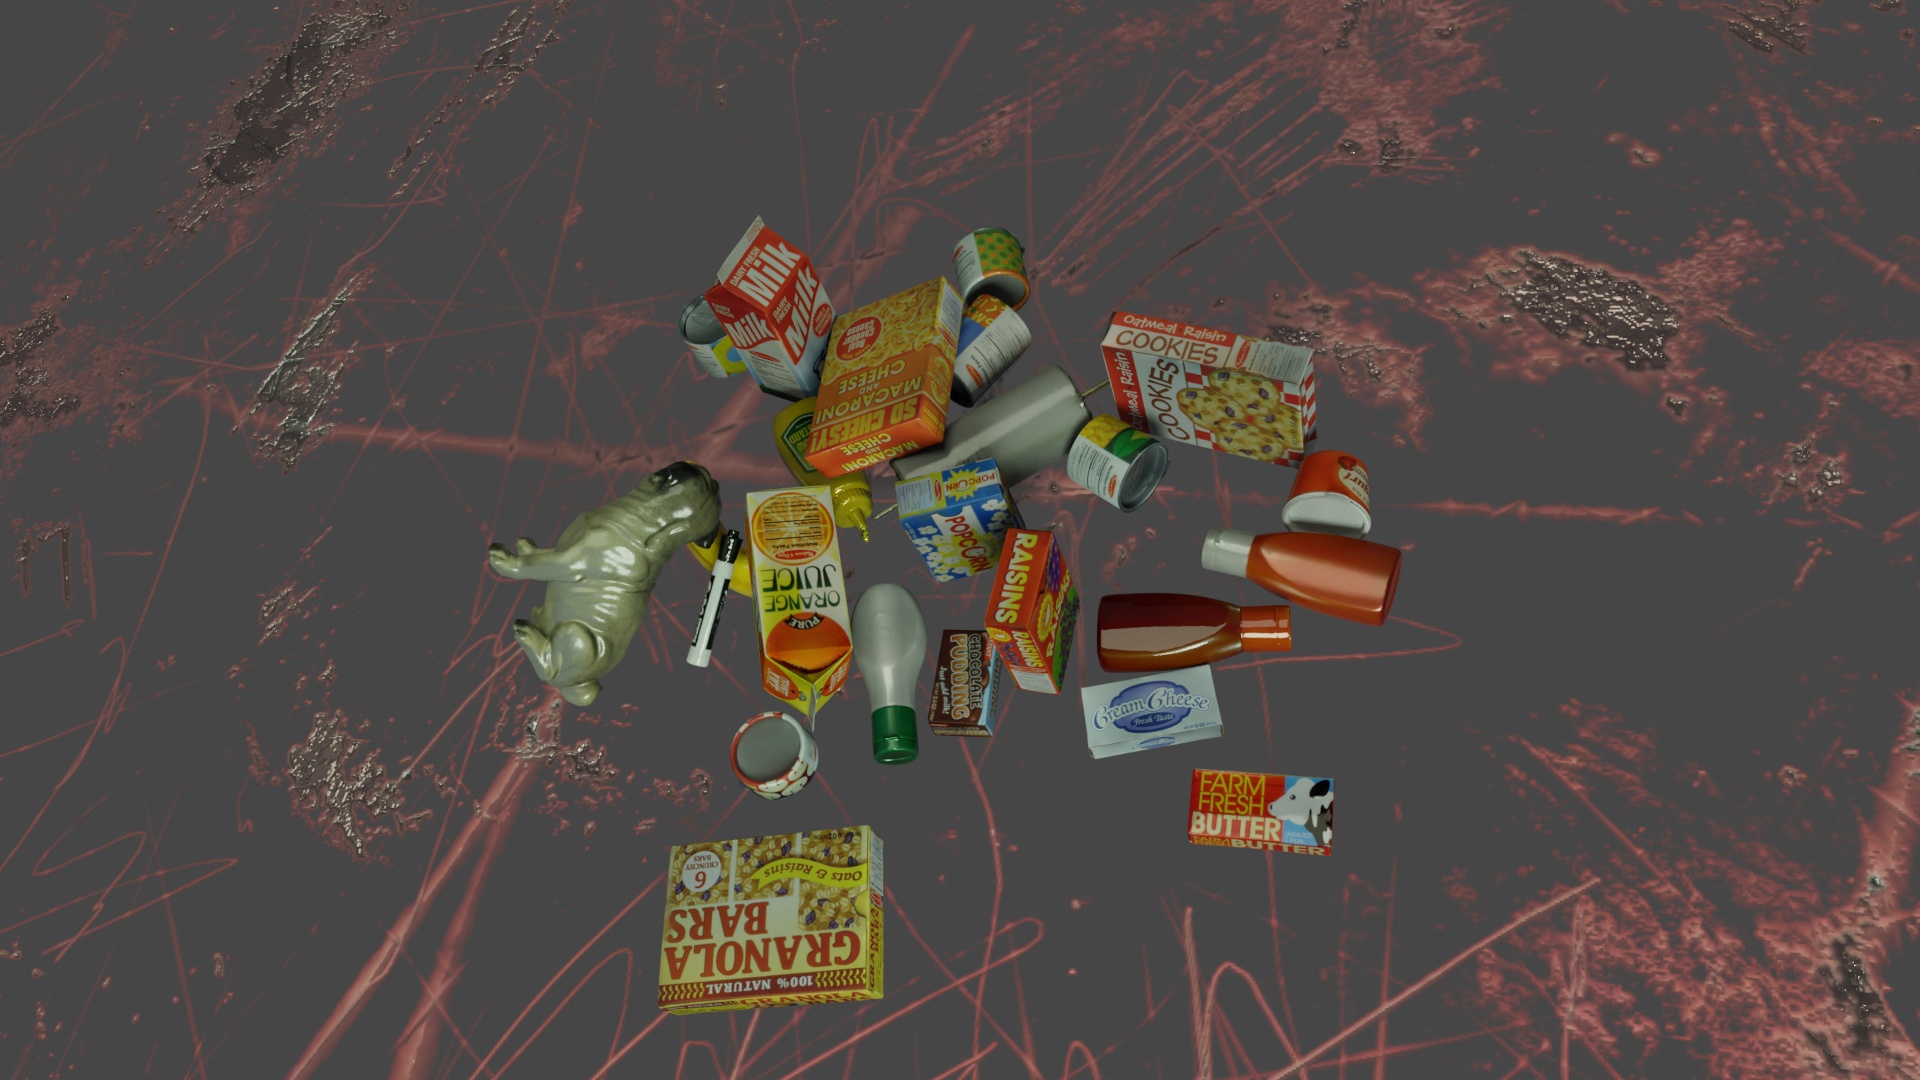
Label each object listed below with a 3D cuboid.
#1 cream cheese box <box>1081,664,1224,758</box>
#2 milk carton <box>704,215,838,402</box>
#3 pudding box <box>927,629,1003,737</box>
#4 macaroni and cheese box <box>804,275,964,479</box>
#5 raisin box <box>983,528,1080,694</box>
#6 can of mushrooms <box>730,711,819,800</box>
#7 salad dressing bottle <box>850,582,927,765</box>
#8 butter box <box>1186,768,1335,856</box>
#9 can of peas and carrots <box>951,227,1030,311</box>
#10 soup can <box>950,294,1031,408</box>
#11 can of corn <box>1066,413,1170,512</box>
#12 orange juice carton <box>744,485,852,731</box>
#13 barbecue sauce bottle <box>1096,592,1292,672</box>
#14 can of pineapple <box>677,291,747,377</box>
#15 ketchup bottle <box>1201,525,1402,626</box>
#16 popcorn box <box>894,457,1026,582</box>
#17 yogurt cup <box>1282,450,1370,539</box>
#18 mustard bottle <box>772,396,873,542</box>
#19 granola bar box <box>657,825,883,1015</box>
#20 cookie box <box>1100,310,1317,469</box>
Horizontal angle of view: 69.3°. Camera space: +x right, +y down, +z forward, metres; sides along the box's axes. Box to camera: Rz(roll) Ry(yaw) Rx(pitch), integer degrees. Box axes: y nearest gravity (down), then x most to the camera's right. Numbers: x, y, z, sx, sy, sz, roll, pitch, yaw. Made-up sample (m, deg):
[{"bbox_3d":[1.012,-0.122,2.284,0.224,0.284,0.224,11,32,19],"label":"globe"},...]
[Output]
[{"bbox_3d":[0.147,0.132,1.074,0.104,0.024,0.053,-12,57,9],"label":"cream cheese box"},{"bbox_3d":[-0.168,-0.207,1.265,0.073,0.189,0.072,19,68,25],"label":"milk carton"},{"bbox_3d":[0.006,0.115,1.121,0.049,0.030,0.084,1,61,16],"label":"pudding box"},{"bbox_3d":[-0.064,-0.142,1.216,0.123,0.040,0.167,-16,49,30],"label":"macaroni and cheese box"},{"bbox_3d":[0.058,0.057,1.085,0.040,0.123,0.086,6,62,20],"label":"raisin box"},{"bbox_3d":[-0.153,0.176,1.129,0.071,0.033,0.071,-7,60,12],"label":"can of mushrooms"},{"bbox_3d":[-0.057,0.109,1.136,0.064,0.043,0.148,-8,60,5],"label":"salad dressing bottle"},{"bbox_3d":[0.220,0.198,1.015,0.103,0.024,0.053,1,60,16],"label":"butter box"},{"bbox_3d":[0.031,-0.251,1.309,0.071,0.070,0.059,-16,58,7],"label":"can of peas and carrots"},{"bbox_3d":[0.012,-0.174,1.269,0.071,0.071,0.084,35,74,30],"label":"soup can"},{"bbox_3d":[0.133,-0.066,1.172,0.058,0.071,0.071,33,74,30],"label":"can of corn"},{"bbox_3d":[-0.133,0.056,1.152,0.073,0.071,0.193,-5,64,-12],"label":"orange juice carton"},{"bbox_3d":[0.183,0.071,1.089,0.148,0.043,0.065,-3,53,14],"label":"barbecue sauce bottle"},{"bbox_3d":[-0.234,-0.203,1.360,0.071,0.057,0.071,-7,59,12],"label":"can of pineapple"},{"bbox_3d":[0.266,0.021,1.094,0.149,0.043,0.065,14,64,23],"label":"ketchup bottle"},{"bbox_3d":[0.004,-0.014,1.140,0.085,0.126,0.038,-14,62,8],"label":"popcorn box"},{"bbox_3d":[0.294,-0.035,1.108,0.072,0.072,0.054,6,55,19],"label":"yogurt cup"},{"bbox_3d":[-0.115,-0.060,1.247,0.065,0.048,0.161,-31,57,-4],"label":"mustard bottle"},{"bbox_3d":[-0.143,0.289,1.056,0.165,0.039,0.125,-9,59,11],"label":"granola bar box"},{"bbox_3d":[0.207,-0.124,1.149,0.167,0.122,0.040,16,65,24],"label":"cookie box"}]
